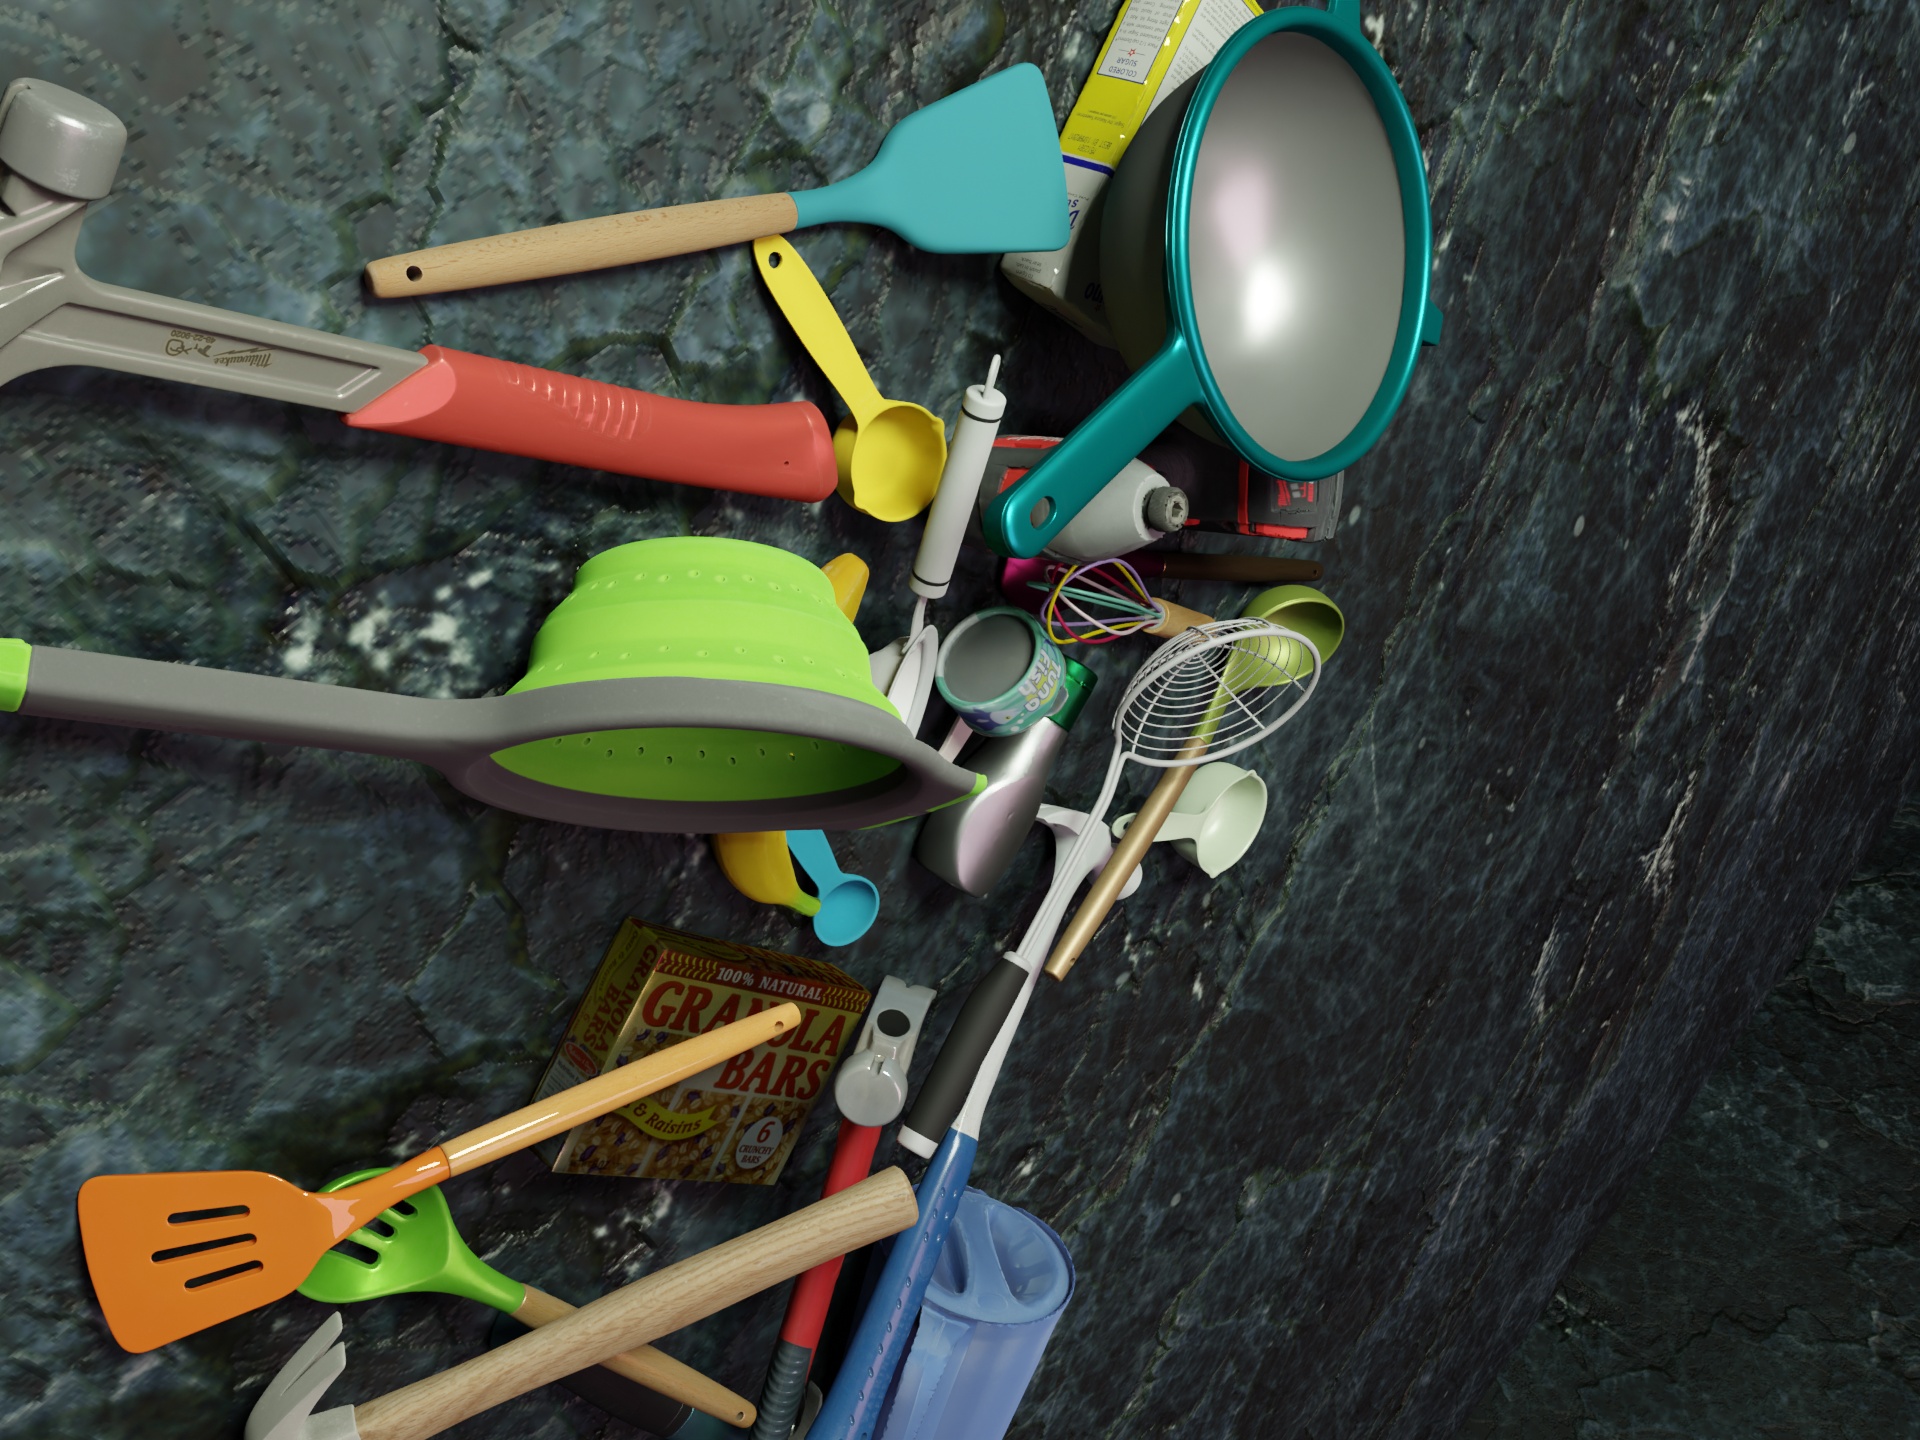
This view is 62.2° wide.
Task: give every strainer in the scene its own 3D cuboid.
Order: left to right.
[{"bbox_3d":[-0.019,-0.063,0.781,0.087,0.050,0.258,-57,169,-54],"label":"strainer"},{"bbox_3d":[0.095,-0.181,0.732,0.340,0.095,0.210,-46,126,-29],"label":"strainer"}]

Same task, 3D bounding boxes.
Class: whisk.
[{"bbox_3d":[0.101,-0.061,0.928,0.245,0.051,0.047,6,84,-63],"label":"whisk"}]

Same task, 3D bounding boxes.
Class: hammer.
[{"bbox_3d":[-0.184,-0.111,0.596,0.359,0.037,0.149,2,125,-52],"label":"hammer"},{"bbox_3d":[-0.175,0.294,0.773,0.331,0.031,0.130,-19,125,-19],"label":"hammer"},{"bbox_3d":[-0.177,0.409,0.942,0.128,0.033,0.330,-47,140,-16],"label":"hammer"},{"bbox_3d":[-0.087,0.339,0.934,0.143,0.038,0.386,-62,169,-74],"label":"hammer"},{"bbox_3d":[0.003,0.238,0.960,0.143,0.035,0.406,44,64,-50],"label":"hammer"}]

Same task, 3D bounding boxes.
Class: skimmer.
[{"bbox_3d":[0.085,0.097,0.913,0.363,0.090,0.127,-60,146,-12],"label":"skimmer"}]

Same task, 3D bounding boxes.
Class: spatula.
[{"bbox_3d":[-0.214,0.186,0.720,0.322,0.041,0.081,-17,108,-36],"label":"spatula"},{"bbox_3d":[-0.086,-0.208,0.649,0.317,0.044,0.082,-24,110,-35],"label":"spatula"}]

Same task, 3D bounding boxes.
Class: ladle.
[{"bbox_3d":[0.150,0.038,1.019,0.320,0.062,0.078,-55,143,-22],"label":"ladle"}]

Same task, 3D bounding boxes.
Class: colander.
[{"bbox_3d":[-0.175,-0.028,0.622,0.396,0.204,0.094,9,72,-34],"label":"colander"}]

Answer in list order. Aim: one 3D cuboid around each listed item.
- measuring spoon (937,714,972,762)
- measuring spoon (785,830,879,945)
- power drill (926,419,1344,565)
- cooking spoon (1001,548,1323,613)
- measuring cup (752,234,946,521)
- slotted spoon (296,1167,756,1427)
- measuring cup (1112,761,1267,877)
[{"bbox_3d":[-0.001,-0.003,0.900,0.124,0.018,0.034,-59,147,-13],"label":"measuring spoon"},{"bbox_3d":[-0.082,0.070,0.855,0.042,0.021,0.128,-37,127,-18],"label":"measuring spoon"},{"bbox_3d":[0.103,-0.124,0.832,0.219,0.143,0.078,-16,111,-44],"label":"power drill"},{"bbox_3d":[0.137,-0.096,0.987,0.318,0.017,0.068,-4,117,-46],"label":"cooking spoon"},{"bbox_3d":[-0.058,-0.159,0.734,0.062,0.029,0.156,-46,128,-18],"label":"measuring cup"},{"bbox_3d":[-0.206,0.300,0.795,0.070,0.031,0.313,-52,127,-10],"label":"slotted spoon"},{"bbox_3d":[0.146,0.064,1.085,0.167,0.038,0.083,2,111,-46],"label":"measuring cup"}]
